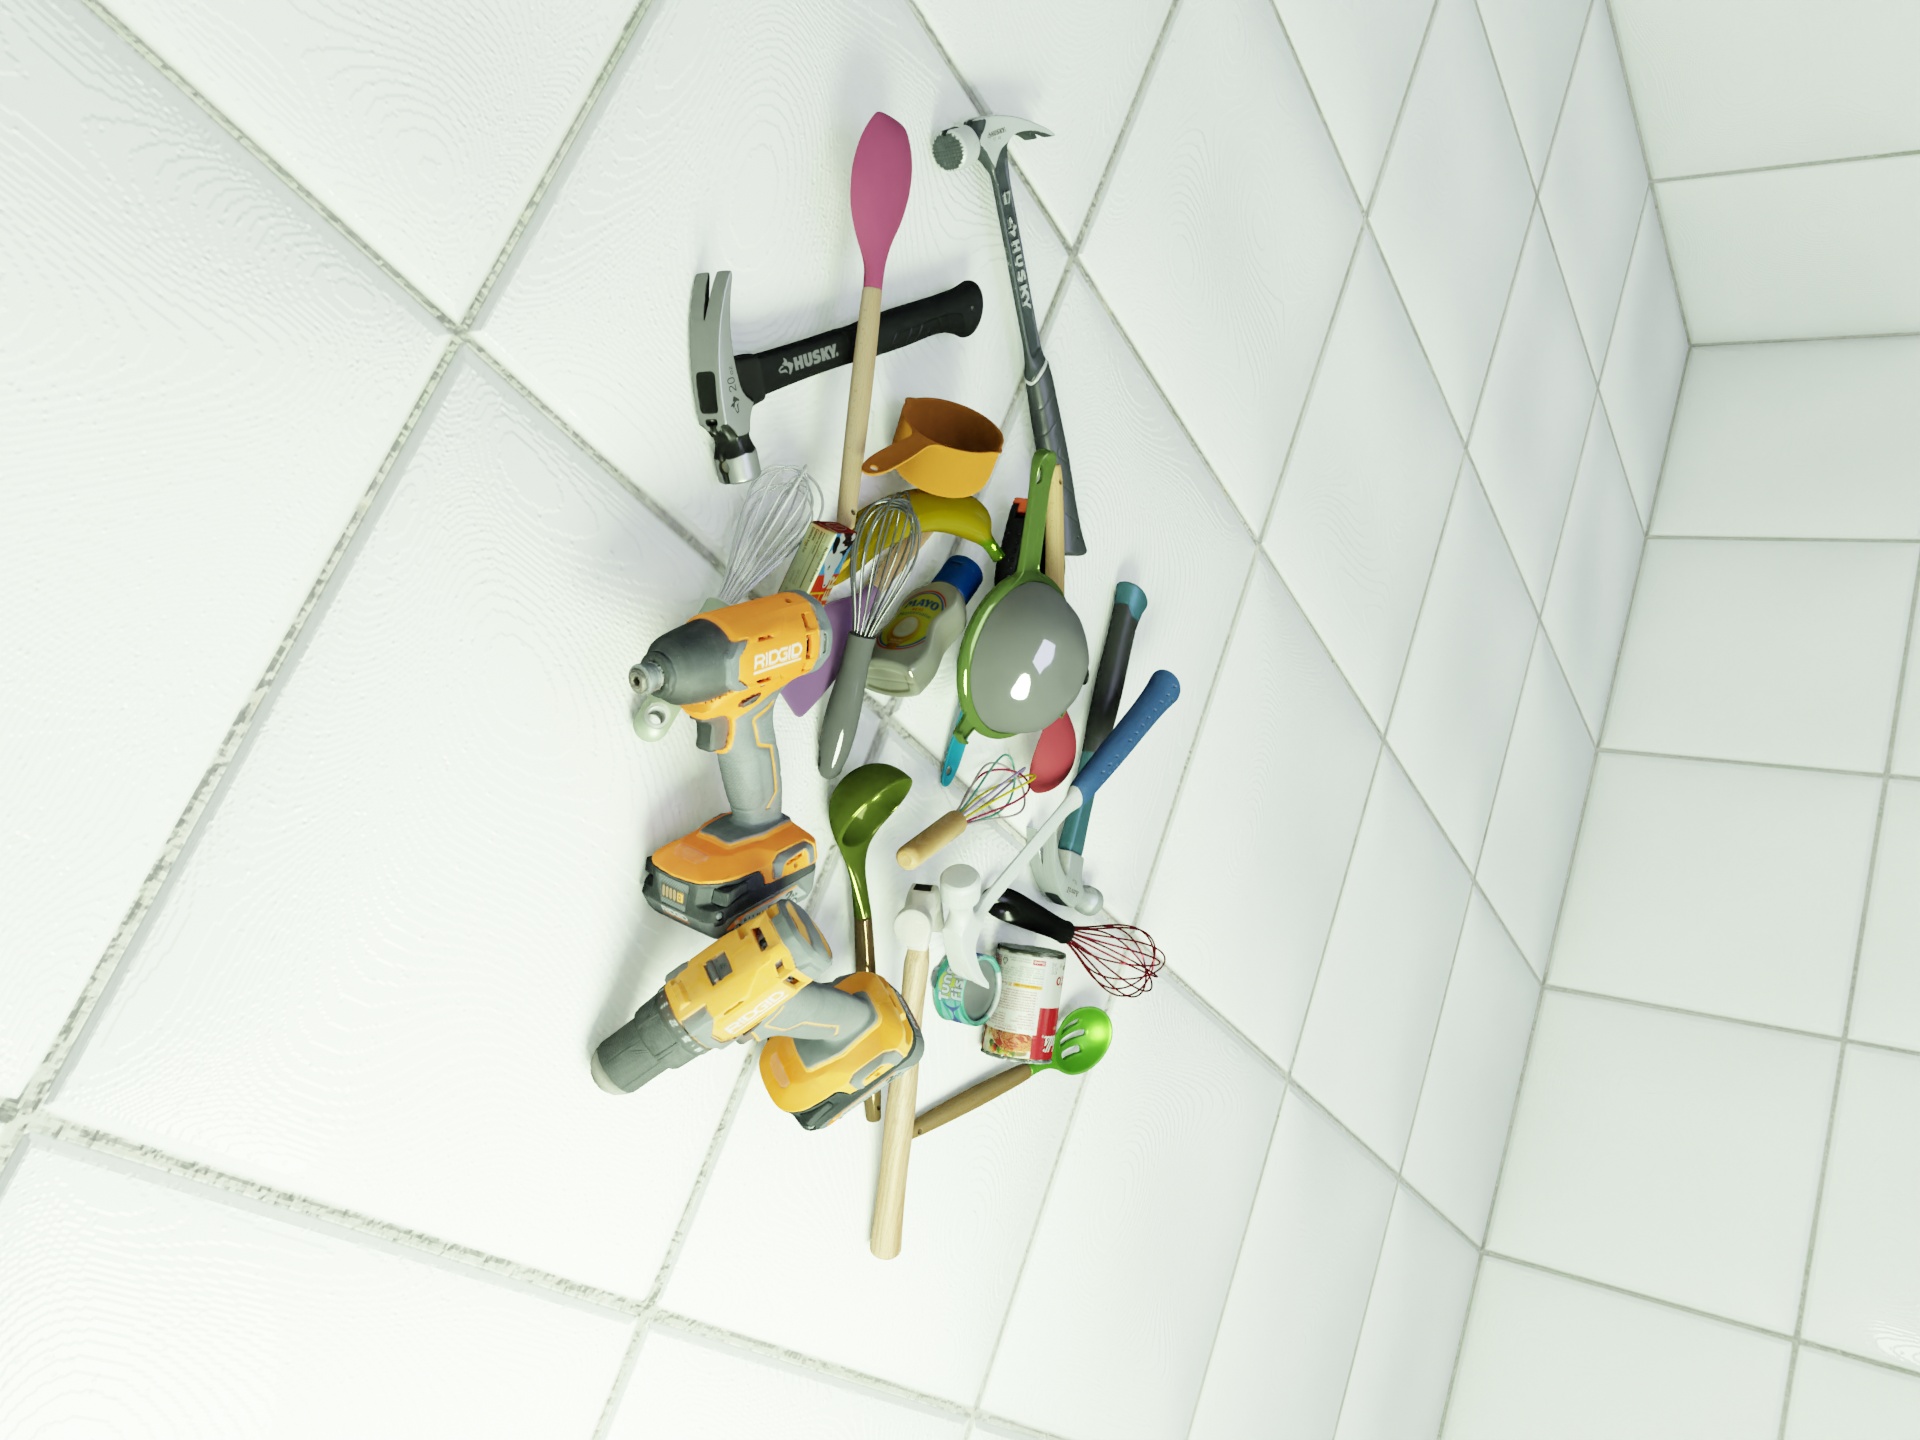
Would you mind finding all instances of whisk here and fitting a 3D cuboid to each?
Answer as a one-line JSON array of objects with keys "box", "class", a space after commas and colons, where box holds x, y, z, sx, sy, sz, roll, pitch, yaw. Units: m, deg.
[{"box": [-0.169, -0.089, 1.153, 0.057, 0.059, 0.246, 32, 68, -11], "class": "whisk"}, {"box": [-0.076, -0.064, 1.245, 0.055, 0.055, 0.239, -5, 115, -53], "class": "whisk"}, {"box": [0.008, 0.079, 1.371, 0.245, 0.047, 0.051, -31, 131, -62], "class": "whisk"}, {"box": [0.113, 0.214, 1.564, 0.295, 0.073, 0.073, 31, 70, -45], "class": "whisk"}]

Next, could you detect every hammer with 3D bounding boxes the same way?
[{"box": [-0.047, 0.298, 1.349, 0.130, 0.031, 0.331, -58, 155, -78], "class": "hammer"}, {"box": [0.136, 0.022, 1.589, 0.128, 0.033, 0.331, 30, 71, -52], "class": "hammer"}, {"box": [0.099, 0.081, 1.469, 0.405, 0.035, 0.144, -46, 146, -41], "class": "hammer"}, {"box": [0.067, -0.339, 1.444, 0.149, 0.036, 0.408, -40, 126, -45], "class": "hammer"}, {"box": [-0.086, -0.300, 1.241, 0.335, 0.035, 0.146, -34, 122, -46], "class": "hammer"}]

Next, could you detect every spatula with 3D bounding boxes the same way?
[{"box": [-0.060, -0.126, 1.315, 0.316, 0.018, 0.059, -54, 131, -33], "class": "spatula"}]

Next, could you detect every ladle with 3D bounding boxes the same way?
[{"box": [-0.070, 0.189, 1.315, 0.078, 0.062, 0.320, -23, 115, -53], "class": "ladle"}, {"box": [0.086, -0.078, 1.454, 0.069, 0.031, 0.315, -26, 122, -50], "class": "ladle"}]

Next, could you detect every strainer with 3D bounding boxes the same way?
[{"box": [0.075, -0.099, 1.352, 0.151, 0.069, 0.256, -14, 117, -48], "class": "strainer"}]

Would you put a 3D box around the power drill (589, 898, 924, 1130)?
[{"box": [-0.145, 0.231, 1.162, 0.185, 0.084, 0.226, -36, 144, 4], "class": "power drill"}]

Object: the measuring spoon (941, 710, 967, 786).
[{"box": [-0.002, -0.005, 1.417, 0.042, 0.021, 0.128, 15, 91, -53], "class": "measuring spoon"}]

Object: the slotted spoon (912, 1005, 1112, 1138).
[{"box": [0.047, 0.340, 1.518, 0.313, 0.031, 0.070, -13, 105, -50], "class": "slotted spoon"}]

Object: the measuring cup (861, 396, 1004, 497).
[{"box": [-0.035, -0.204, 1.273, 0.173, 0.095, 0.052, -38, 156, -50], "class": "measuring cup"}]

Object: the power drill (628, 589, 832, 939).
[{"box": [-0.167, 0.031, 1.110, 0.164, 0.084, 0.226, -21, 122, -50], "class": "power drill"}]

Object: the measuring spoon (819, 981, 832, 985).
[{"box": [-0.109, 0.216, 1.276, 0.124, 0.018, 0.034, 7, 101, -40], "class": "measuring spoon"}]

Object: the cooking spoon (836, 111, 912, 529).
[{"box": [-0.070, -0.304, 1.217, 0.068, 0.017, 0.319, 7, 89, -54], "class": "cooking spoon"}]
